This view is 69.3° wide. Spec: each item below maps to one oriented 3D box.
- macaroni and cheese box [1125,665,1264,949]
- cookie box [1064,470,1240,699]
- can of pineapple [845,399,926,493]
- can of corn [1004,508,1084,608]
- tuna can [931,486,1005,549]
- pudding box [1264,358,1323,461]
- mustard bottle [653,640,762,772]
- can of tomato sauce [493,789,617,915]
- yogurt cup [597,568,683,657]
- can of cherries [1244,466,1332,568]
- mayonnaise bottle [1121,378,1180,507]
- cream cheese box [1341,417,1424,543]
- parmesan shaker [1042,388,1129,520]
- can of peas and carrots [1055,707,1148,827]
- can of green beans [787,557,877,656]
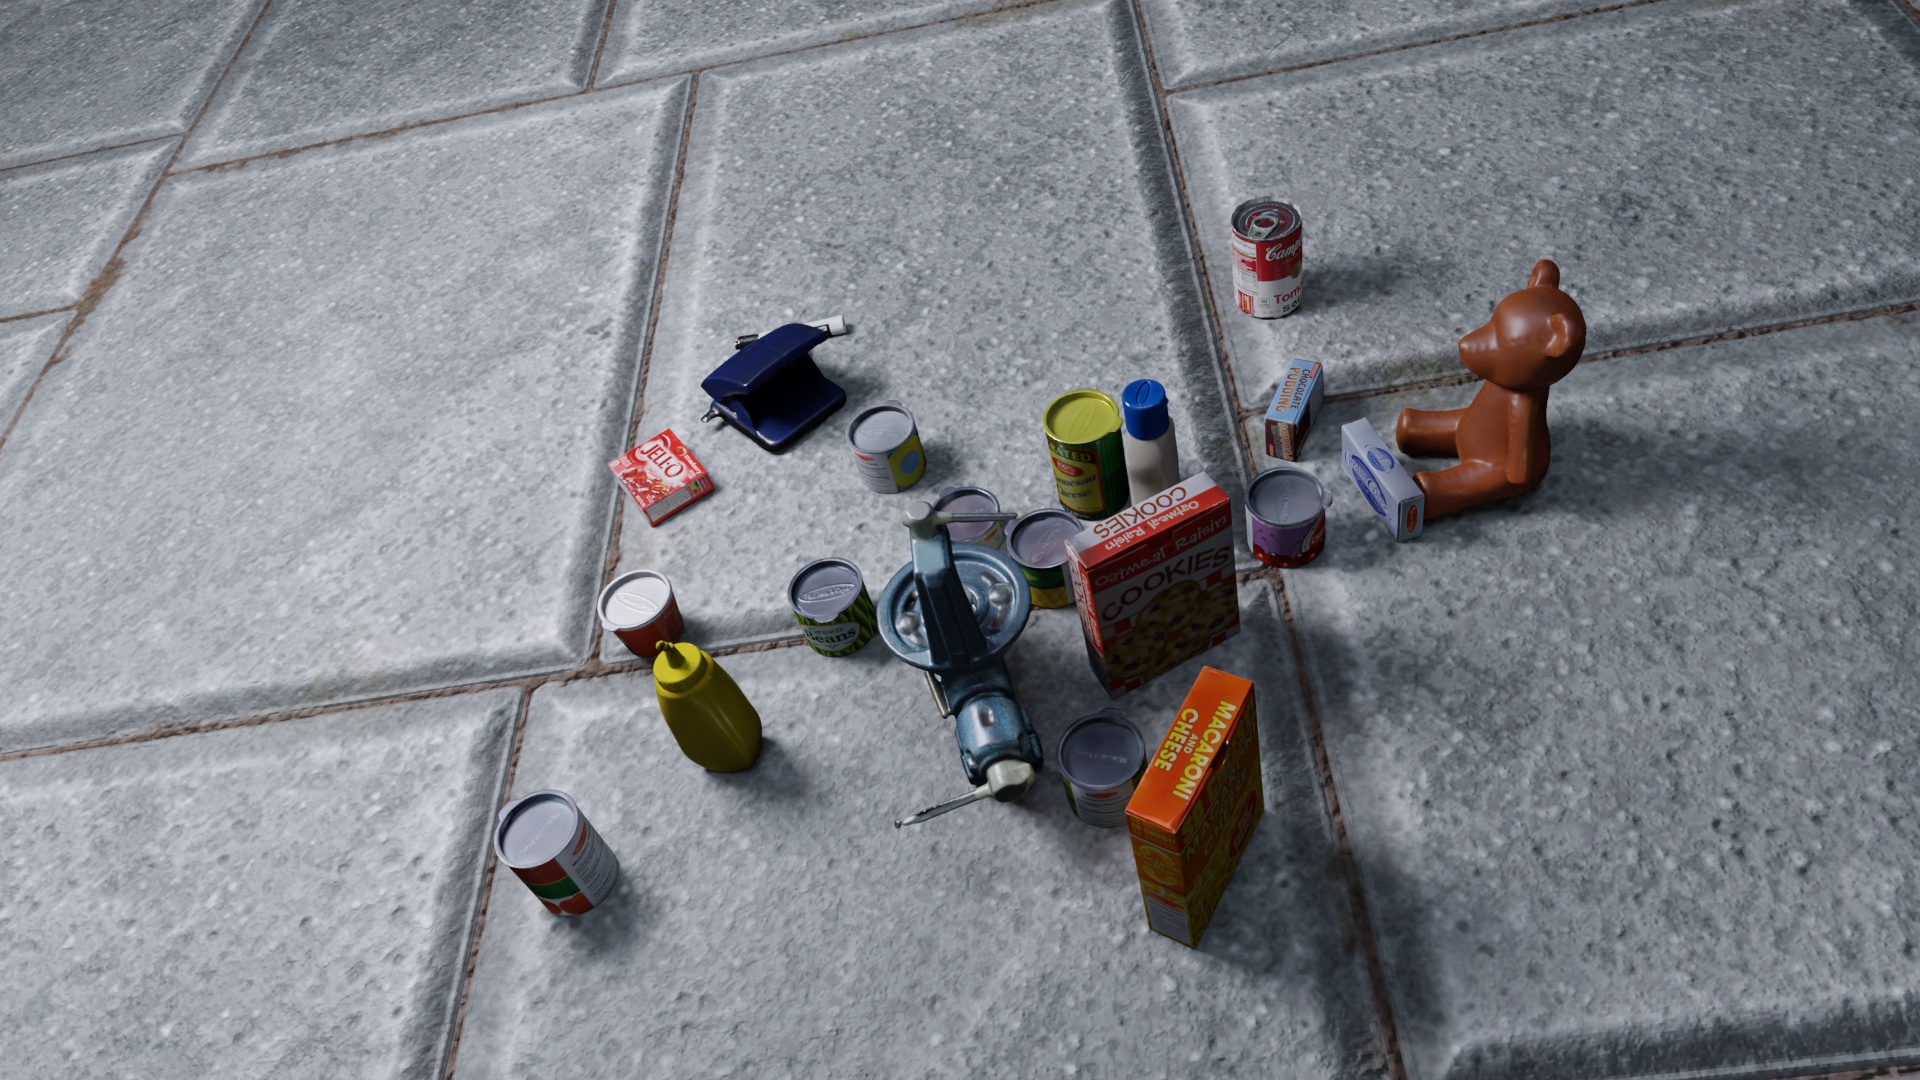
[{"bbox_3d":[0.164,0.184,0.945,0.040,0.165,0.124,18,56,27],"label":"macaroni and cheese box"},{"bbox_3d":[0.153,0.038,1.076,0.123,0.166,0.040,-27,48,-9],"label":"cookie box"},{"bbox_3d":[-0.068,-0.088,1.317,0.071,0.057,0.071,-7,48,8],"label":"can of pineapple"},{"bbox_3d":[0.075,0.015,1.190,0.071,0.058,0.071,-7,48,8],"label":"can of corn"},{"bbox_3d":[0.004,-0.016,1.251,0.071,0.032,0.071,-7,48,8],"label":"tuna can"},{"bbox_3d":[0.302,-0.119,1.255,0.030,0.049,0.084,14,54,25],"label":"pudding box"},{"bbox_3d":[-0.205,0.124,1.095,0.065,0.159,0.049,-1,49,14],"label":"mustard bottle"},{"bbox_3d":[-0.312,0.241,1.071,0.071,0.082,0.071,-7,48,8],"label":"can of tomato sauce"},{"bbox_3d":[-0.281,0.067,1.237,0.072,0.053,0.073,-7,48,8],"label":"yogurt cup"},{"bbox_3d":[0.276,-0.018,1.168,0.071,0.058,0.072,-7,48,8],"label":"can of cherries"},{"bbox_3d":[0.163,-0.073,1.184,0.041,0.147,0.065,7,52,20],"label":"mayonnaise bottle"},{"bbox_3d":[0.357,-0.052,1.180,0.024,0.053,0.104,-20,48,-3],"label":"cream cheese box"},{"bbox_3d":[0.115,-0.073,1.227,0.071,0.102,0.072,-7,48,8],"label":"parmesan shaker"},{"bbox_3d":[0.109,0.171,1.043,0.071,0.058,0.071,-7,48,8],"label":"can of peas and carrots"},{"bbox_3d":[-0.110,0.058,1.199,0.071,0.057,0.071,-7,48,8],"label":"can of green beans"}]
